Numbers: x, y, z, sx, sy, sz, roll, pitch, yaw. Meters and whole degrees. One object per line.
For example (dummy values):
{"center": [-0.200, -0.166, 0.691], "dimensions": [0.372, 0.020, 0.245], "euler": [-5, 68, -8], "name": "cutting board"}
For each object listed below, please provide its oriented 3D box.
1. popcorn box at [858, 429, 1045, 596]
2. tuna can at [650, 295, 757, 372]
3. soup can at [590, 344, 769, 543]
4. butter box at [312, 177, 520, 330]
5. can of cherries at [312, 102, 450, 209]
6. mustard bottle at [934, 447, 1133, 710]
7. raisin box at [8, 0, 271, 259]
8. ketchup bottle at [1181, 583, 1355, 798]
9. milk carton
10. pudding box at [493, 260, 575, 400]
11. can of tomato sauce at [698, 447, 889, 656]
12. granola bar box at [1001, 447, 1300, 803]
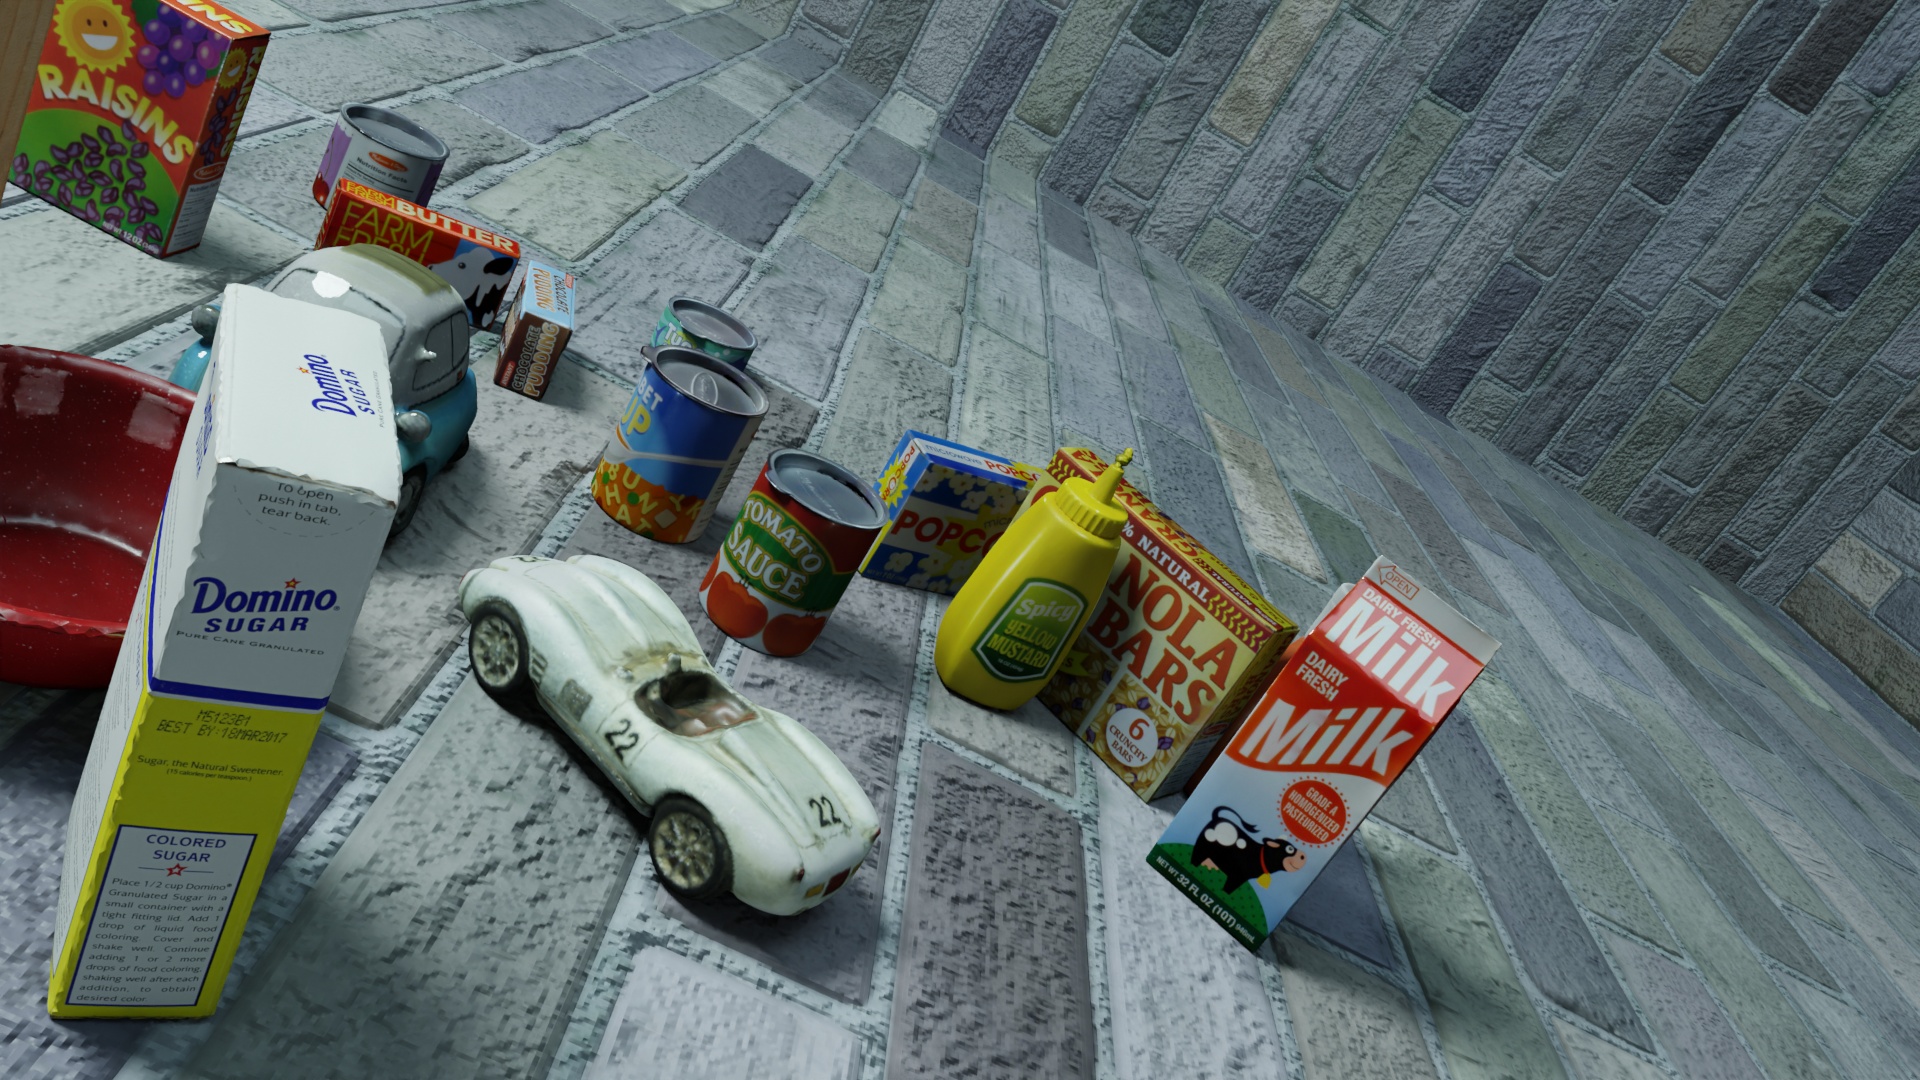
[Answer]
{"center": [0.003, -0.011, 0.840], "dimensions": [0.127, 0.085, 0.038], "euler": [14, 27, -37], "name": "popcorn box"}
{"center": [-0.175, -0.134, 0.942], "dimensions": [0.071, 0.032, 0.071], "euler": [27, 22, -12], "name": "tuna can"}
{"center": [-0.150, -0.052, 0.729], "dimensions": [0.071, 0.083, 0.071], "euler": [27, 22, -12], "name": "soup can"}
{"center": [-0.312, -0.164, 0.798], "dimensions": [0.103, 0.053, 0.024], "euler": [18, 25, -30], "name": "butter box"}
{"center": [-0.363, -0.232, 0.871], "dimensions": [0.071, 0.058, 0.072], "euler": [27, 22, -12], "name": "can of cherries"}
{"center": [0.046, 0.017, 0.737], "dimensions": [0.065, 0.159, 0.049], "euler": [22, 23, -23], "name": "mustard bottle"}
{"center": [-0.409, -0.216, 0.690], "dimensions": [0.086, 0.123, 0.040], "euler": [29, 22, -8], "name": "raisin box"}
{"center": [0.186, 0.092, 0.774], "dimensions": [0.065, 0.148, 0.044], "euler": [23, 23, -21], "name": "ketchup bottle"}
{"center": [0.180, 0.103, 0.688], "dimensions": [0.072, 0.189, 0.073], "euler": [40, 23, 20], "name": "milk carton"}
{"center": [-0.245, -0.123, 0.804], "dimensions": [0.030, 0.049, 0.084], "euler": [21, 24, -25], "name": "pudding box"}
{"center": [-0.085, 0.007, 0.692], "dimensions": [0.071, 0.082, 0.071], "euler": [27, 22, -12], "name": "can of tomato sauce"}
{"center": [0.088, 0.045, 0.781], "dimensions": [0.166, 0.123, 0.039], "euler": [43, 24, 27], "name": "granola bar box"}
